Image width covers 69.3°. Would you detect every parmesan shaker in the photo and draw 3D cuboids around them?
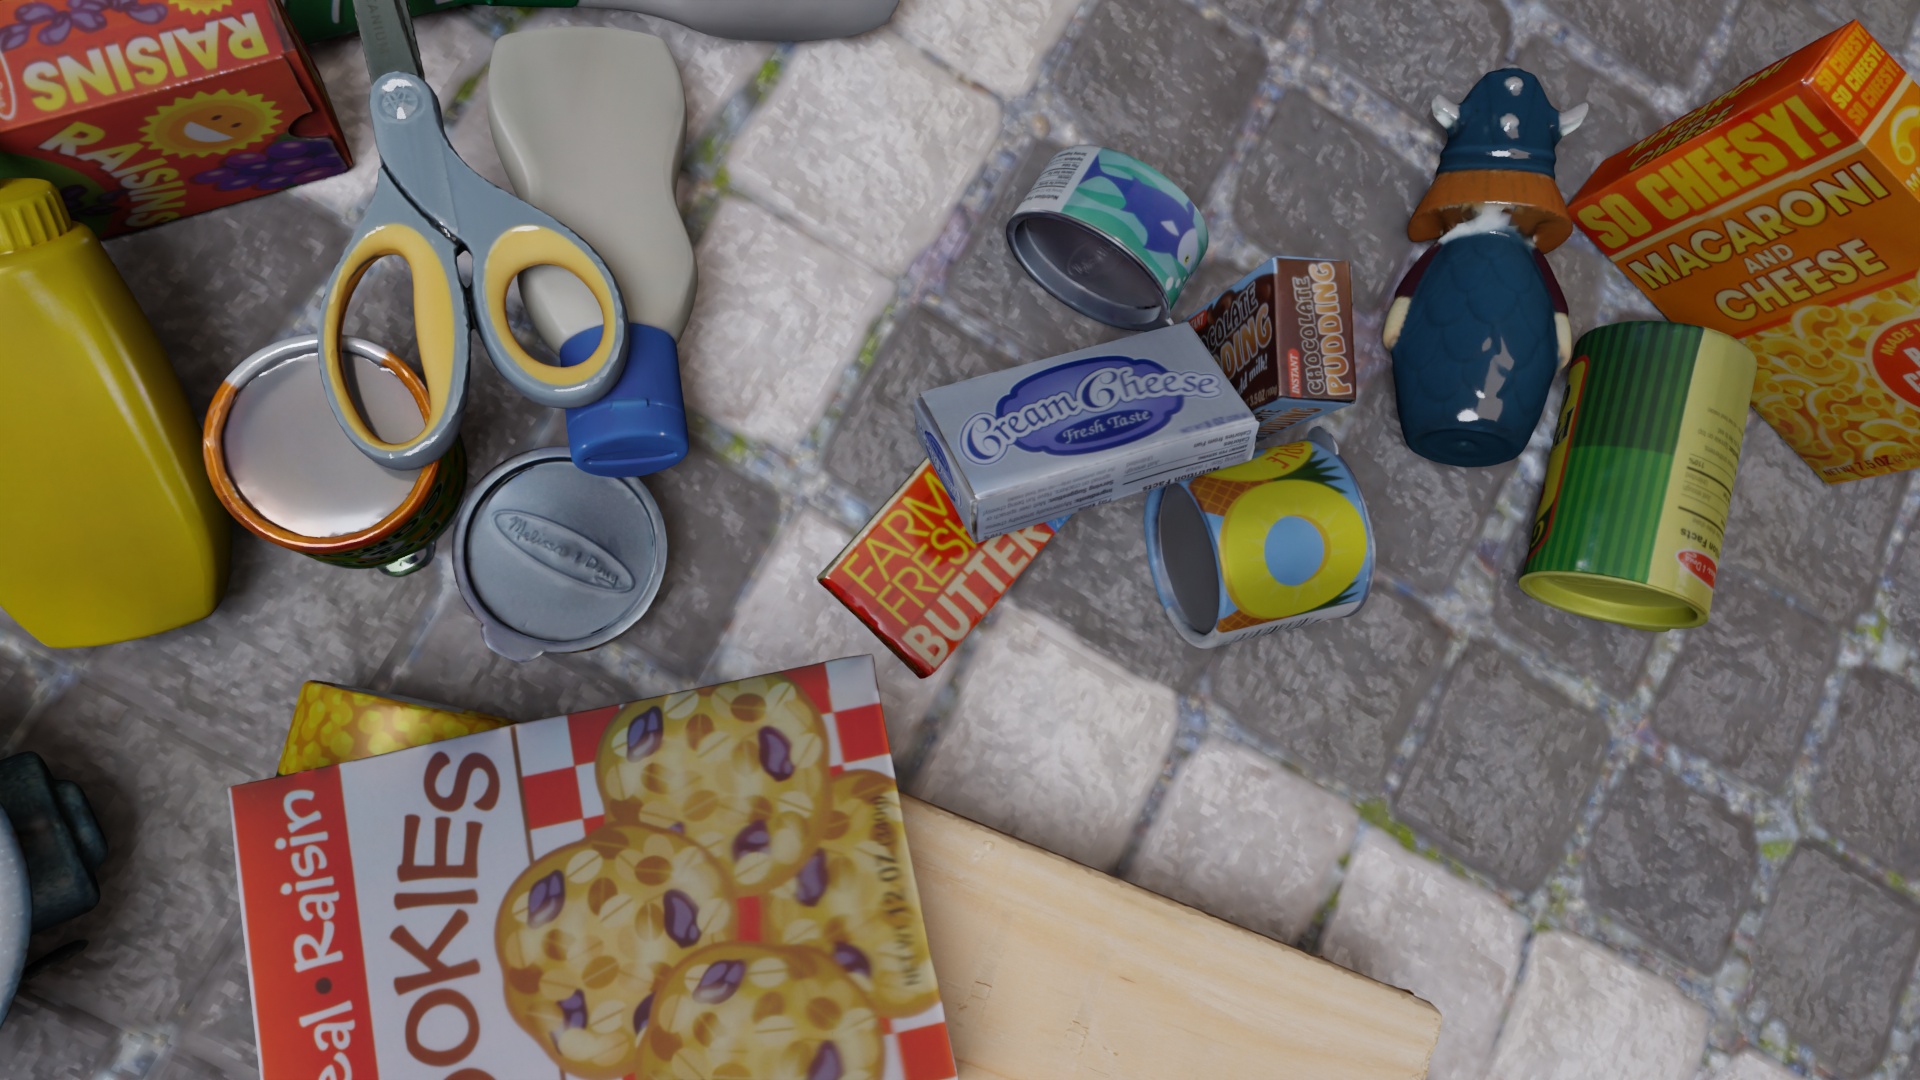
[{"bbox_3d":[0.262,-0.024,0.535,0.071,0.071,0.103,19,79,-10],"label":"parmesan shaker"}]

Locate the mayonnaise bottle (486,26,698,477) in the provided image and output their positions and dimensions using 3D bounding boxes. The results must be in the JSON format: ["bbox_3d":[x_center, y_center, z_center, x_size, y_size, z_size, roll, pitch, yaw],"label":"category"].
[{"bbox_3d":[-0.115,-0.095,0.450,0.065,0.041,0.148,-5,72,-17],"label":"mayonnaise bottle"}]

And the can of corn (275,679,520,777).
[{"bbox_3d":[-0.170,0.077,0.418,0.071,0.071,0.058,14,80,-11],"label":"can of corn"}]

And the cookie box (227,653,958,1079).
[{"bbox_3d":[-0.093,0.107,0.363,0.168,0.040,0.123,-11,79,-5],"label":"cookie box"}]

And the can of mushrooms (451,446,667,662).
[{"bbox_3d":[-0.131,0.006,0.454,0.071,0.033,0.071,2,83,-14],"label":"can of mushrooms"}]

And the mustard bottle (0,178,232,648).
[{"bbox_3d":[-0.254,-0.047,0.386,0.065,0.049,0.159,-11,120,-15],"label":"mustard bottle"}]

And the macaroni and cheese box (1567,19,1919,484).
[{"bbox_3d":[0.335,-0.101,0.530,0.166,0.123,0.040,44,74,-5],"label":"macaroni and cheese box"}]

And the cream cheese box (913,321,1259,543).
[{"bbox_3d":[0.042,-0.038,0.466,0.104,0.024,0.053,-16,50,-13],"label":"cream cheese box"}]

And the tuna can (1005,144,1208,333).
[{"bbox_3d":[0.054,-0.106,0.494,0.071,0.071,0.033,33,77,-8],"label":"tuna can"}]

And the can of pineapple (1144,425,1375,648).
[{"bbox_3d":[0.104,-0.001,0.493,0.058,0.071,0.071,-12,87,-14],"label":"can of pineapple"}]

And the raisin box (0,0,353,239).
[{"bbox_3d":[-0.256,-0.125,0.413,0.124,0.086,0.040,-21,87,-14],"label":"raisin box"}]

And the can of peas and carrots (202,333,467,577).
[{"bbox_3d":[-0.190,-0.024,0.431,0.071,0.058,0.071,1,84,-12],"label":"can of peas and carrots"}]

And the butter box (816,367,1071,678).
[{"bbox_3d":[0.002,-0.006,0.492,0.053,0.024,0.104,42,76,-5],"label":"butter box"}]

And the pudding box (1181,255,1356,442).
[{"bbox_3d":[0.107,-0.065,0.492,0.030,0.083,0.049,1,84,-13],"label":"pudding box"}]

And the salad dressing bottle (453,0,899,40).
[{"bbox_3d":[-0.093,-0.196,0.463,0.148,0.064,0.044,-9,72,-25],"label":"salad dressing bottle"}]

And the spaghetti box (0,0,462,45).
[{"bbox_3d":[-0.206,-0.193,0.449,0.251,0.050,0.029,-21,55,-14],"label":"spaghetti box"}]
